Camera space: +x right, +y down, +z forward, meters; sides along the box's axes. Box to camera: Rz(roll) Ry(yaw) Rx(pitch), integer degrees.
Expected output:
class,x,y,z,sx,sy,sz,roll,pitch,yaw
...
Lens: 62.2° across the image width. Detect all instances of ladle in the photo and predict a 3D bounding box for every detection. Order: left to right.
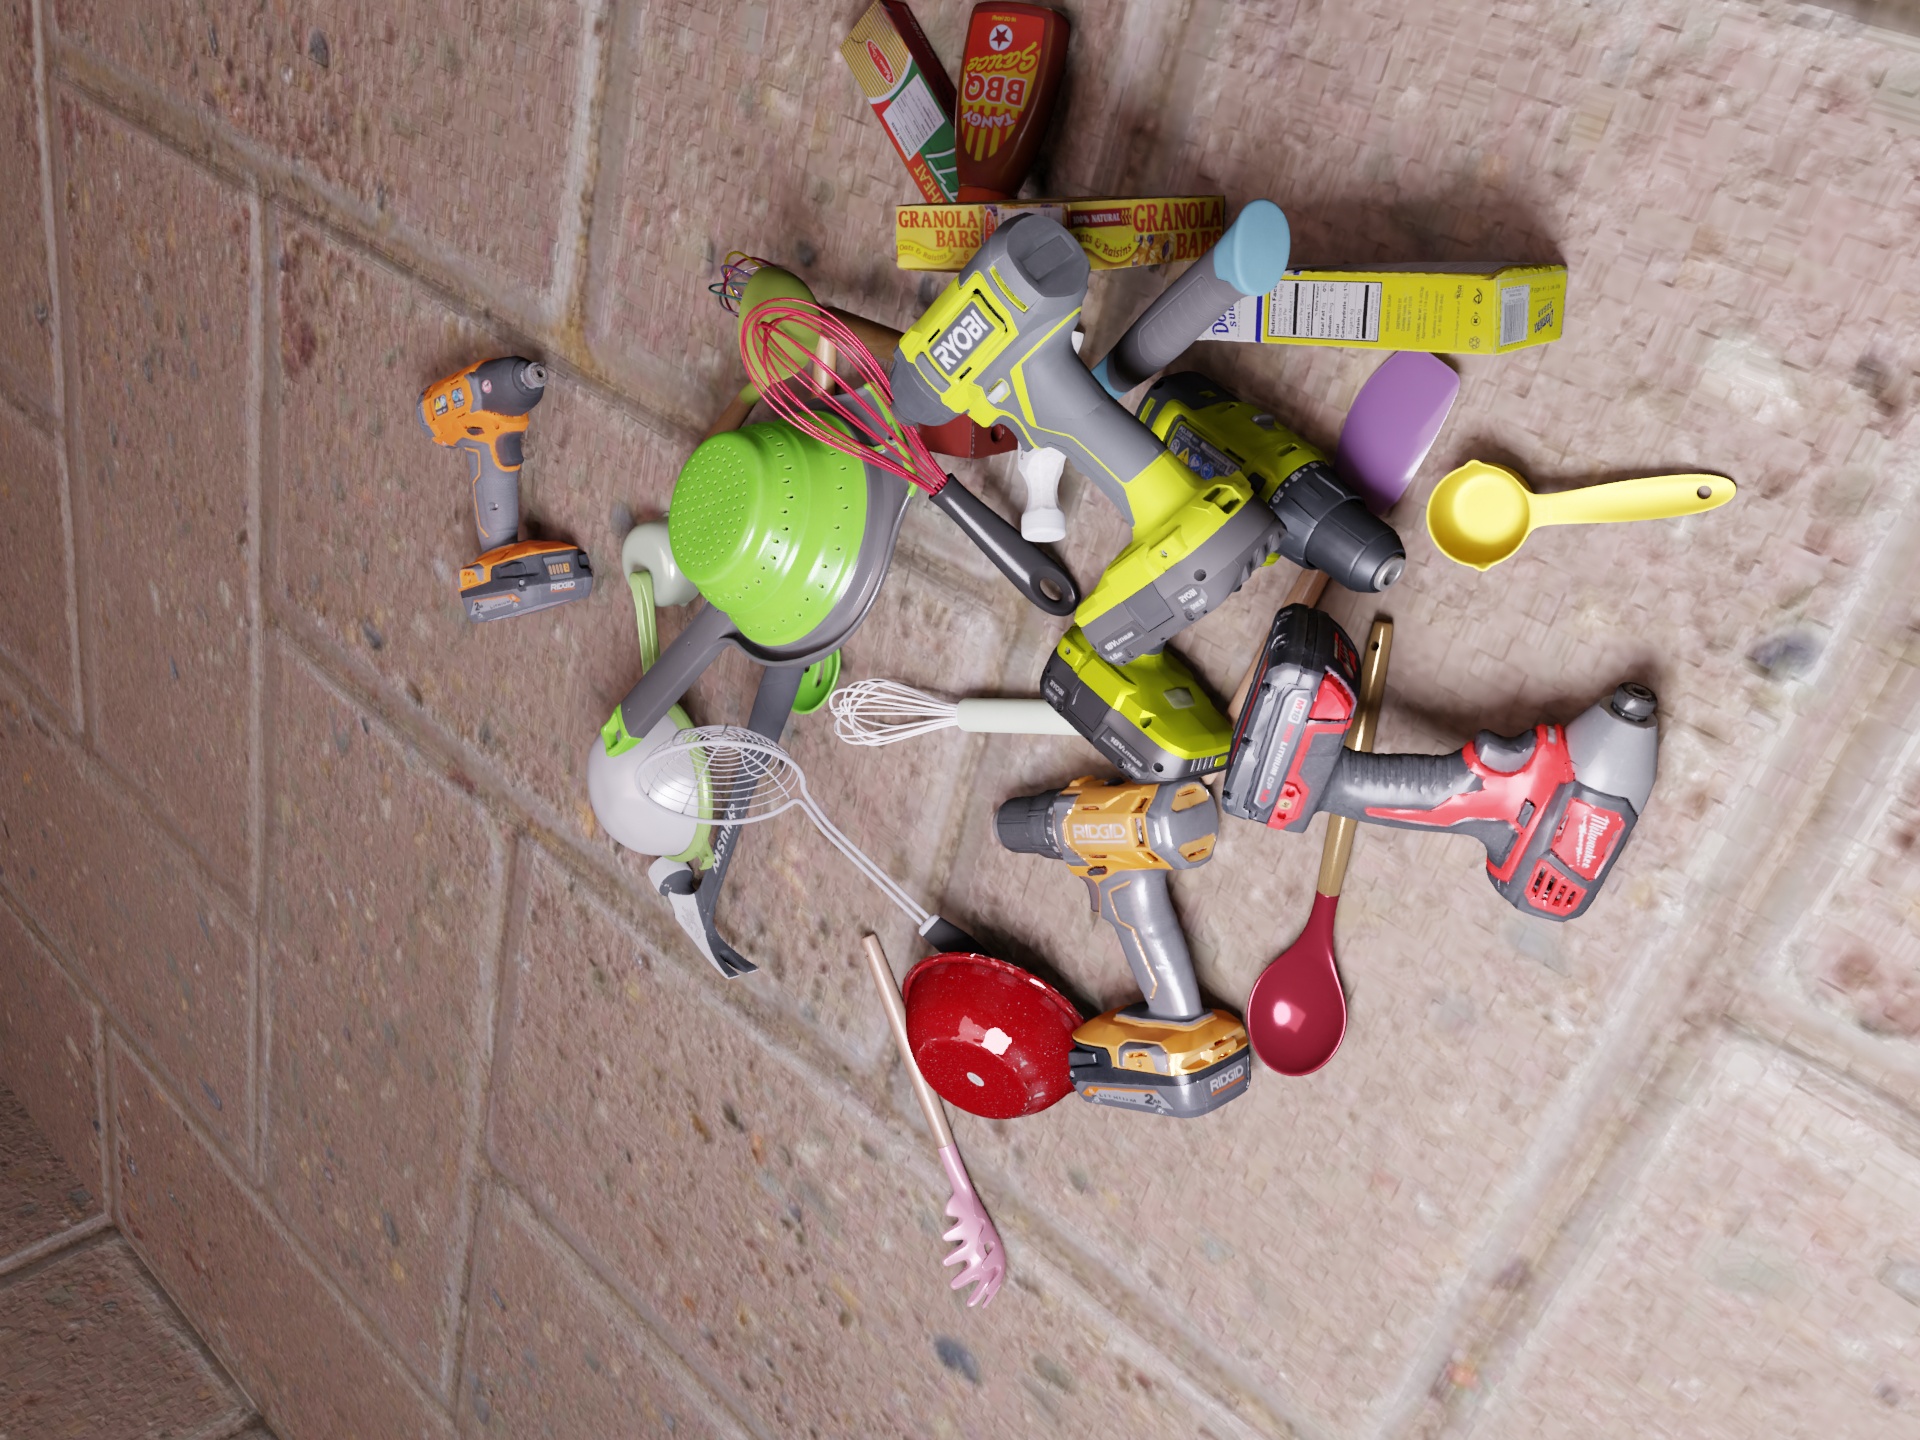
class,x,y,z,sx,sy,sz,roll,pitch,yaw
ladle,-0.177,-0.237,1.191,0.062,0.078,0.320,25,157,-17
ladle,0.237,0.085,1.011,0.069,0.031,0.315,21,116,32

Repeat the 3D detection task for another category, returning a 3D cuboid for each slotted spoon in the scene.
class,x,y,z,sx,sy,sz,roll,pitch,yaw
slotted spoon,-0.110,-0.156,1.231,0.070,0.031,0.313,22,116,38

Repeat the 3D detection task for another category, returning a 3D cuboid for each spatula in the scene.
class,x,y,z,sx,sy,sz,roll,pitch,yaw
spatula,0.213,-0.084,0.978,0.060,0.018,0.315,48,131,34

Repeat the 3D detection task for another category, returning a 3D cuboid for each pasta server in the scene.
class,x,y,z,sx,sy,sz,roll,pitch,yaw
pasta server,-0.028,0.329,1.318,0.060,0.040,0.316,-21,89,54

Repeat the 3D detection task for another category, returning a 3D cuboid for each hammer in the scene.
class,x,y,z,sx,sy,sz,roll,pitch,yaw
hammer,-0.174,0.049,1.313,0.149,0.036,0.408,51,136,30
hammer,0.099,-0.207,0.923,0.331,0.033,0.128,153,117,-70

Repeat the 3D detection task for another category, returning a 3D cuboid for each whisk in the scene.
class,x,y,z,sx,sy,sz,roll,pitch,yaw
whisk,-0.108,-0.294,1.141,0.245,0.051,0.047,32,115,44
whisk,-0.028,-0.168,1.057,0.295,0.073,0.073,41,136,-18
whisk,-0.002,-0.004,1.181,0.246,0.058,0.059,2,140,38

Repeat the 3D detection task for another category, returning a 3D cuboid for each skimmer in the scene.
class,x,y,z,sx,sy,sz,roll,pitch,yaw
skimmer,-0.085,0.133,1.209,0.363,0.090,0.127,42,141,4

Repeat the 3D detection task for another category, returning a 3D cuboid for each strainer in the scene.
class,x,y,z,sx,sy,sz,roll,pitch,yaw
strainer,-0.280,0.003,1.349,0.152,0.069,0.256,14,112,50

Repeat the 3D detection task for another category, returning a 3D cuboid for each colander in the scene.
class,x,y,z,sx,sy,sz,roll,pitch,yaw
colander,-0.194,-0.097,1.186,0.397,0.094,0.205,-43,54,33

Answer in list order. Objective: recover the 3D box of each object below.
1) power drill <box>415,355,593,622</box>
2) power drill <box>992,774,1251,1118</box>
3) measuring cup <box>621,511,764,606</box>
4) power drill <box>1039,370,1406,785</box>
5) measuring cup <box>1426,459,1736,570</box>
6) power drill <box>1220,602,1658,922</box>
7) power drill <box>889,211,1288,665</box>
class,x,y,z,sx,sy,sz,roll,pitch,yaw
power drill,-0.406,-0.212,1.435,0.164,0.084,0.226,-10,94,42
power drill,0.106,0.150,1.113,0.185,0.084,0.226,-5,97,48
measuring cup,-0.224,-0.132,1.328,0.168,0.038,0.083,4,107,43
power drill,0.155,-0.074,0.978,0.191,0.080,0.228,45,126,32
measuring cup,0.335,-0.118,0.863,0.156,0.029,0.062,-3,103,30
power drill,0.267,0.019,0.881,0.219,0.079,0.143,17,123,5
power drill,0.060,-0.147,0.886,0.223,0.080,0.171,50,147,-4
